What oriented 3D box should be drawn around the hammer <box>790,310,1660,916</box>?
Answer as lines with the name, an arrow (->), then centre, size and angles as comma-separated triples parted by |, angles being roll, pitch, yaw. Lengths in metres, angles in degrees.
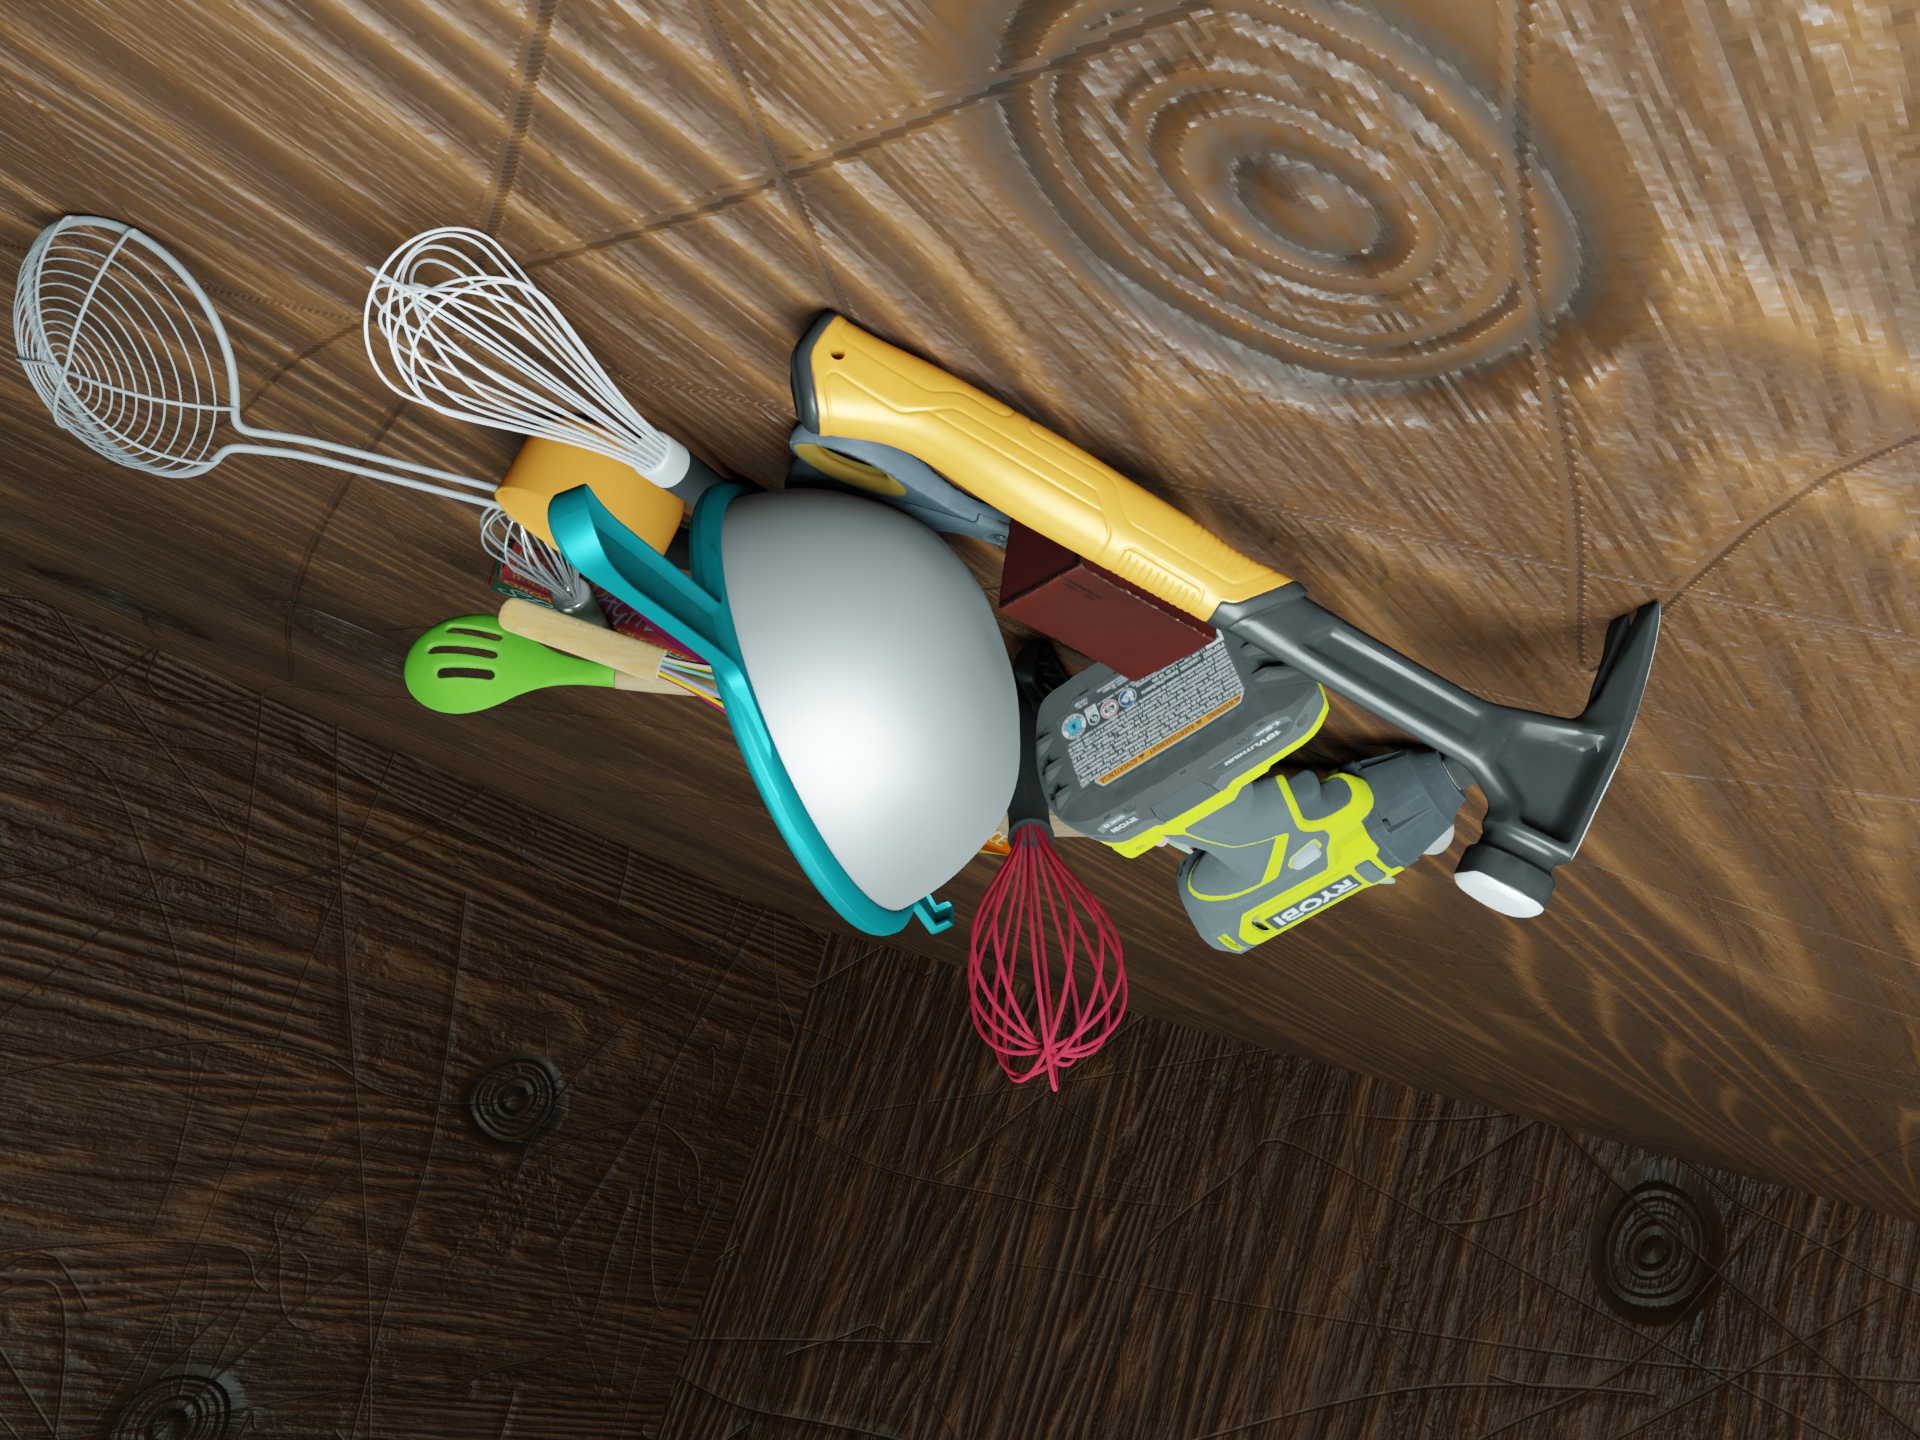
hammer -> 0.092, -0.062, 0.587 | 0.337, 0.127, 0.034 | 29, 169, -1

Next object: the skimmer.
skimmer -> -0.292, -0.151, 0.832 | 0.363, 0.090, 0.127 | 13, 134, -31

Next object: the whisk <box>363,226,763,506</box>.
whisk -> -0.152, -0.130, 0.710 | 0.070, 0.070, 0.284 | 12, 171, 29

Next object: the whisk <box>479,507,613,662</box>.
whisk -> -0.247, -0.084, 0.998 | 0.058, 0.059, 0.246 | -18, 162, -6

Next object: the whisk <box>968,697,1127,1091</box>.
whisk -> 0.036, 0.068, 0.775 | 0.073, 0.073, 0.296 | 22, -153, -13

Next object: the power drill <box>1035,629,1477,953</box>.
power drill -> 0.154, 0.031, 0.791 | 0.171, 0.080, 0.223 | -33, 142, 20

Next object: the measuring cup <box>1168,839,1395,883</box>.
measuring cup -> 0.223, 0.083, 1.106 | 0.168, 0.038, 0.083 | 8, 164, 32

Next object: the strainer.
strainer -> -0.044, -0.035, 0.634 | 0.095, 0.211, 0.340 | -21, 162, 9

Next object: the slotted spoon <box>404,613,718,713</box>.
slotted spoon -> -0.190, -0.028, 0.997 | 0.313, 0.070, 0.031 | 4, 154, -6

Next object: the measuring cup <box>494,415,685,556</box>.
measuring cup -> -0.149, -0.096, 0.818 | 0.173, 0.052, 0.095 | 27, 165, -21

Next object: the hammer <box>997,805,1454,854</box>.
hammer -> 0.140, 0.064, 1.030 | 0.130, 0.031, 0.331 | 11, 171, -39

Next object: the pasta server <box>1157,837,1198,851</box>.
pasta server -> 0.067, 0.038, 1.030 | 0.060, 0.040, 0.316 | 10, -179, -22

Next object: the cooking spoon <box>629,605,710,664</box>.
cooking spoon -> -0.134, -0.014, 1.123 | 0.069, 0.017, 0.318 | 14, 158, 41

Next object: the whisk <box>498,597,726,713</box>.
whisk -> -0.160, -0.028, 0.968 | 0.245, 0.047, 0.051 | 19, 169, -2
